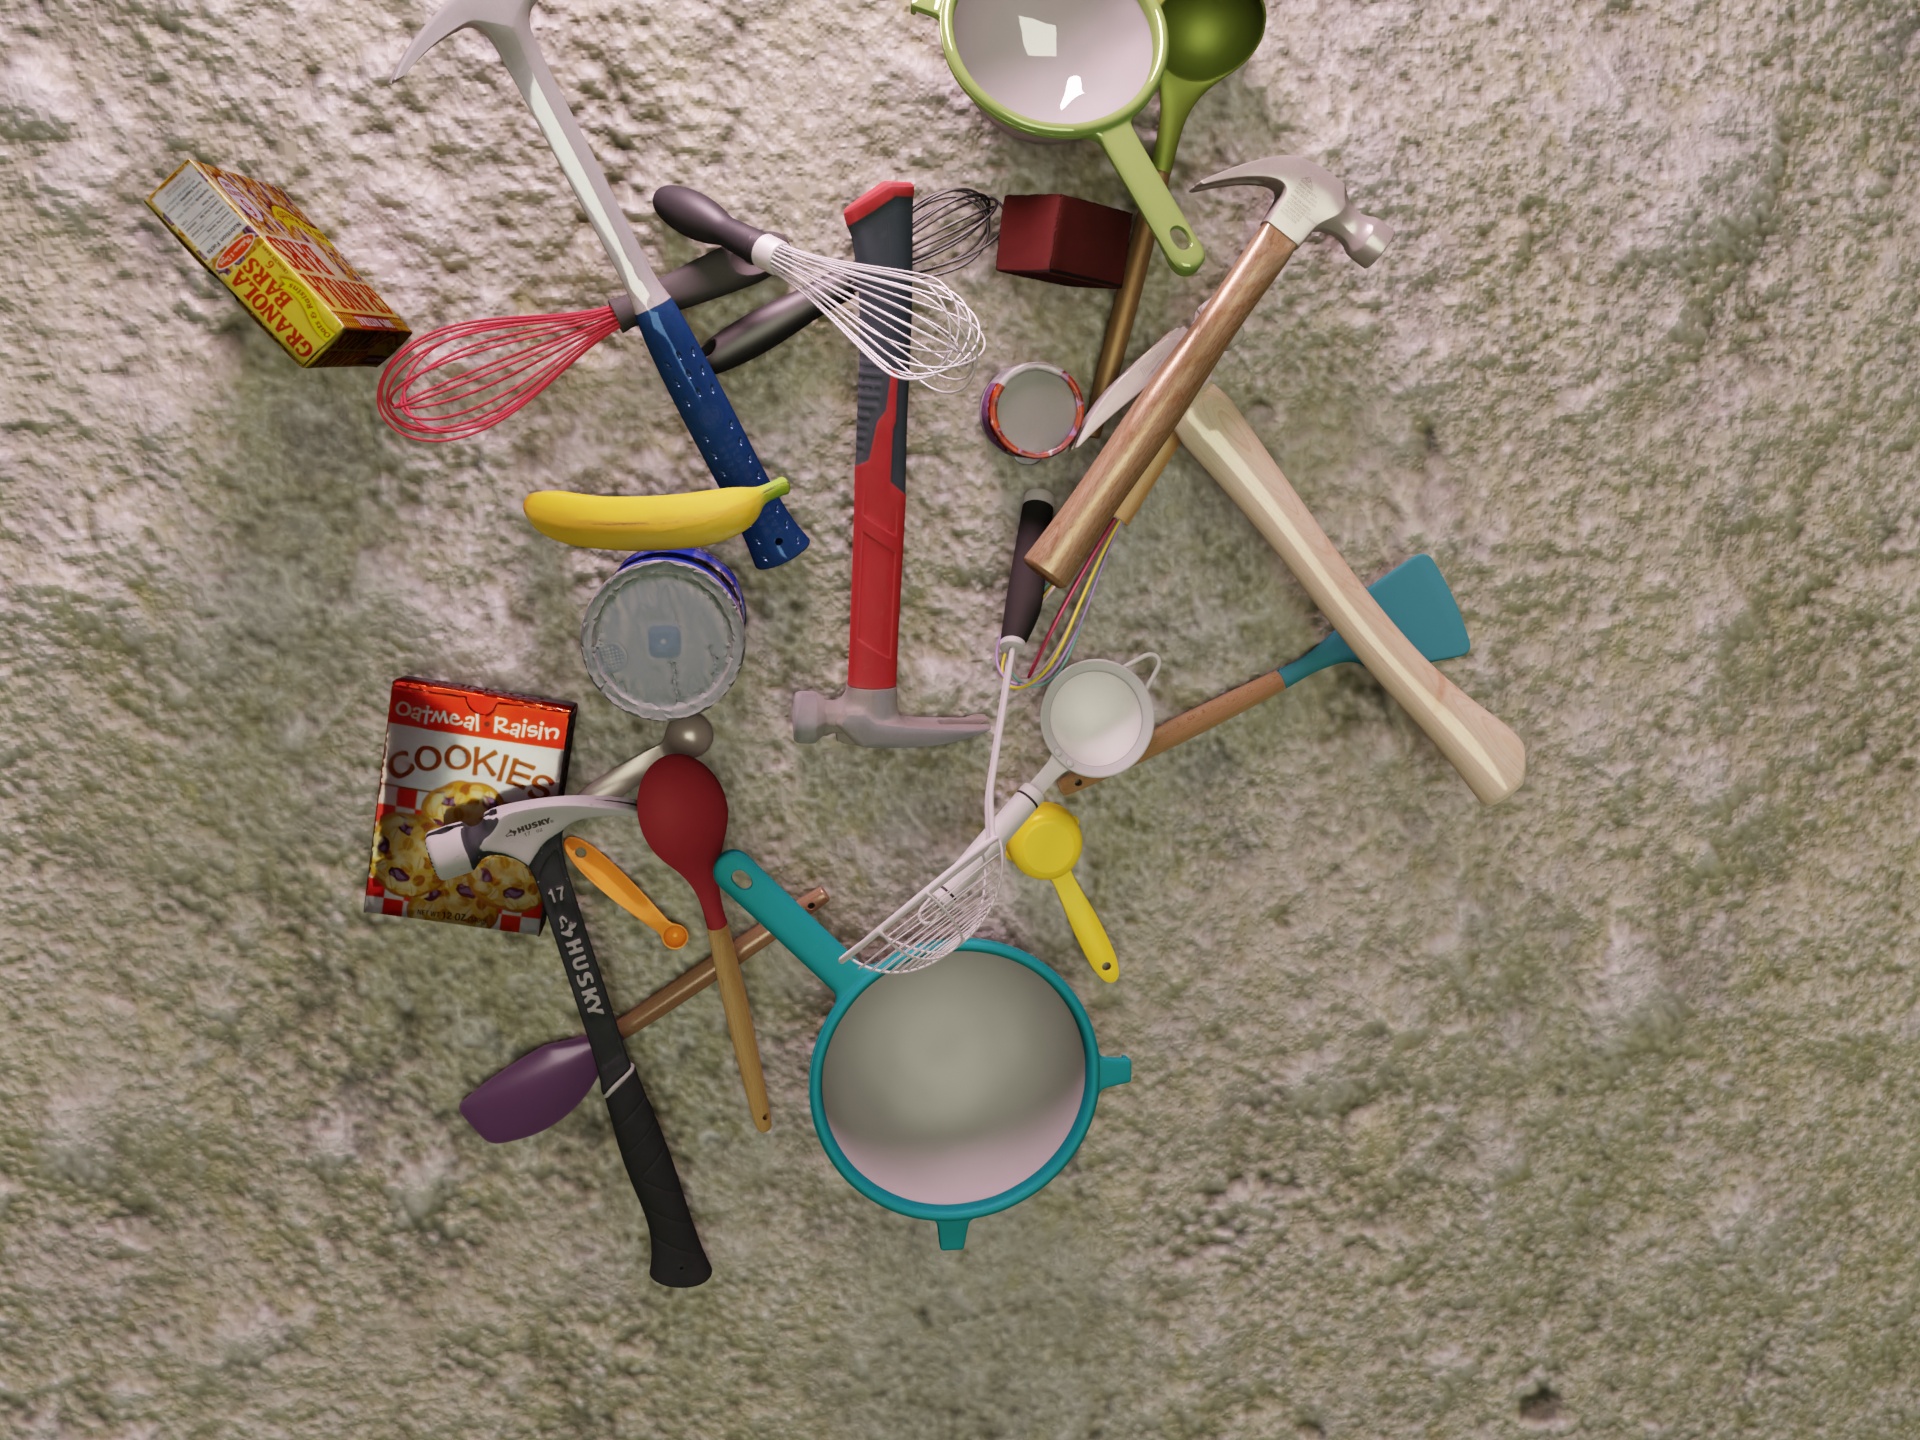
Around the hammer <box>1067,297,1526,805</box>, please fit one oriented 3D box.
[{"bbox_3d":[0.254,-0.095,1.129,0.146,0.038,0.410,-41,97,-4],"label":"hammer"}]

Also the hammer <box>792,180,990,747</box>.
[{"bbox_3d":[-0.040,-0.166,1.091,0.143,0.038,0.386,1,110,-8],"label":"hammer"}]

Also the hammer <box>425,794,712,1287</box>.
[{"bbox_3d":[-0.248,0.241,1.151,0.149,0.036,0.408,-18,110,-13],"label":"hammer"}]

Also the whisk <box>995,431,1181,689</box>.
[{"bbox_3d":[0.103,-0.125,1.143,0.051,0.047,0.245,32,92,-11],"label":"whisk"}]

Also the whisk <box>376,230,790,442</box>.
[{"bbox_3d":[-0.249,-0.264,1.066,0.296,0.073,0.073,-25,103,-8],"label":"whisk"}]

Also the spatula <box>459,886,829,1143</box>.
[{"bbox_3d":[-0.229,0.217,1.180,0.316,0.018,0.059,-35,110,1],"label":"spatula"}]

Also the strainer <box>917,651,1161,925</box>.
[{"bbox_3d":[0.054,0.047,1.143,0.087,0.050,0.258,44,74,-7],"label":"strainer"}]

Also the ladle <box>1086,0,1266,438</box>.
[{"bbox_3d":[0.135,-0.352,1.096,0.078,0.062,0.320,11,102,-18],"label":"ladle"}]

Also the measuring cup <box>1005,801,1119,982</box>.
[{"bbox_3d":[0.085,0.134,1.196,0.062,0.029,0.156,-27,101,-1],"label":"measuring cup"}]

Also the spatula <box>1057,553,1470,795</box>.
[{"bbox_3d":[0.216,-0.019,1.177,0.317,0.044,0.082,-27,99,0],"label":"spatula"}]

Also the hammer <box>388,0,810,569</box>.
[{"bbox_3d":[-0.210,-0.276,1.029,0.144,0.035,0.405,-32,117,-12],"label":"hammer"}]

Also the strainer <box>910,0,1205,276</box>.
[{"bbox_3d":[0.083,-0.393,1.051,0.151,0.069,0.256,-28,84,-13],"label":"strainer"}]

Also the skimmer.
[{"bbox_3d":[-0.002,-0.003,1.068,0.090,0.127,0.363,15,68,-11],"label":"skimmer"}]

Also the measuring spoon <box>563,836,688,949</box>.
[{"bbox_3d":[-0.245,0.125,1.166,0.117,0.011,0.021,43,94,-9],"label":"measuring spoon"}]

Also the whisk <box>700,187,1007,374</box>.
[{"bbox_3d":[-0.077,-0.296,1.085,0.239,0.055,0.055,-28,103,4],"label":"whisk"}]

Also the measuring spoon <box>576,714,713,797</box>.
[{"bbox_3d":[-0.233,0.037,1.144,0.124,0.018,0.034,-34,103,1],"label":"measuring spoon"}]

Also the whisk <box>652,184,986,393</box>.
[{"bbox_3d":[-0.097,-0.286,1.013,0.285,0.070,0.070,33,97,25],"label":"whisk"}]

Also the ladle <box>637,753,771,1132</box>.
[{"bbox_3d":[-0.172,0.170,1.147,0.069,0.031,0.315,-28,120,-35],"label":"ladle"}]

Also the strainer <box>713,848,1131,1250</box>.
[{"bbox_3d":[-0.053,0.208,1.163,0.211,0.095,0.340,-45,101,0],"label":"strainer"}]

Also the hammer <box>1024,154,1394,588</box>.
[{"bbox_3d":[0.148,-0.234,1.072,0.130,0.031,0.331,35,90,-8],"label":"hammer"}]
